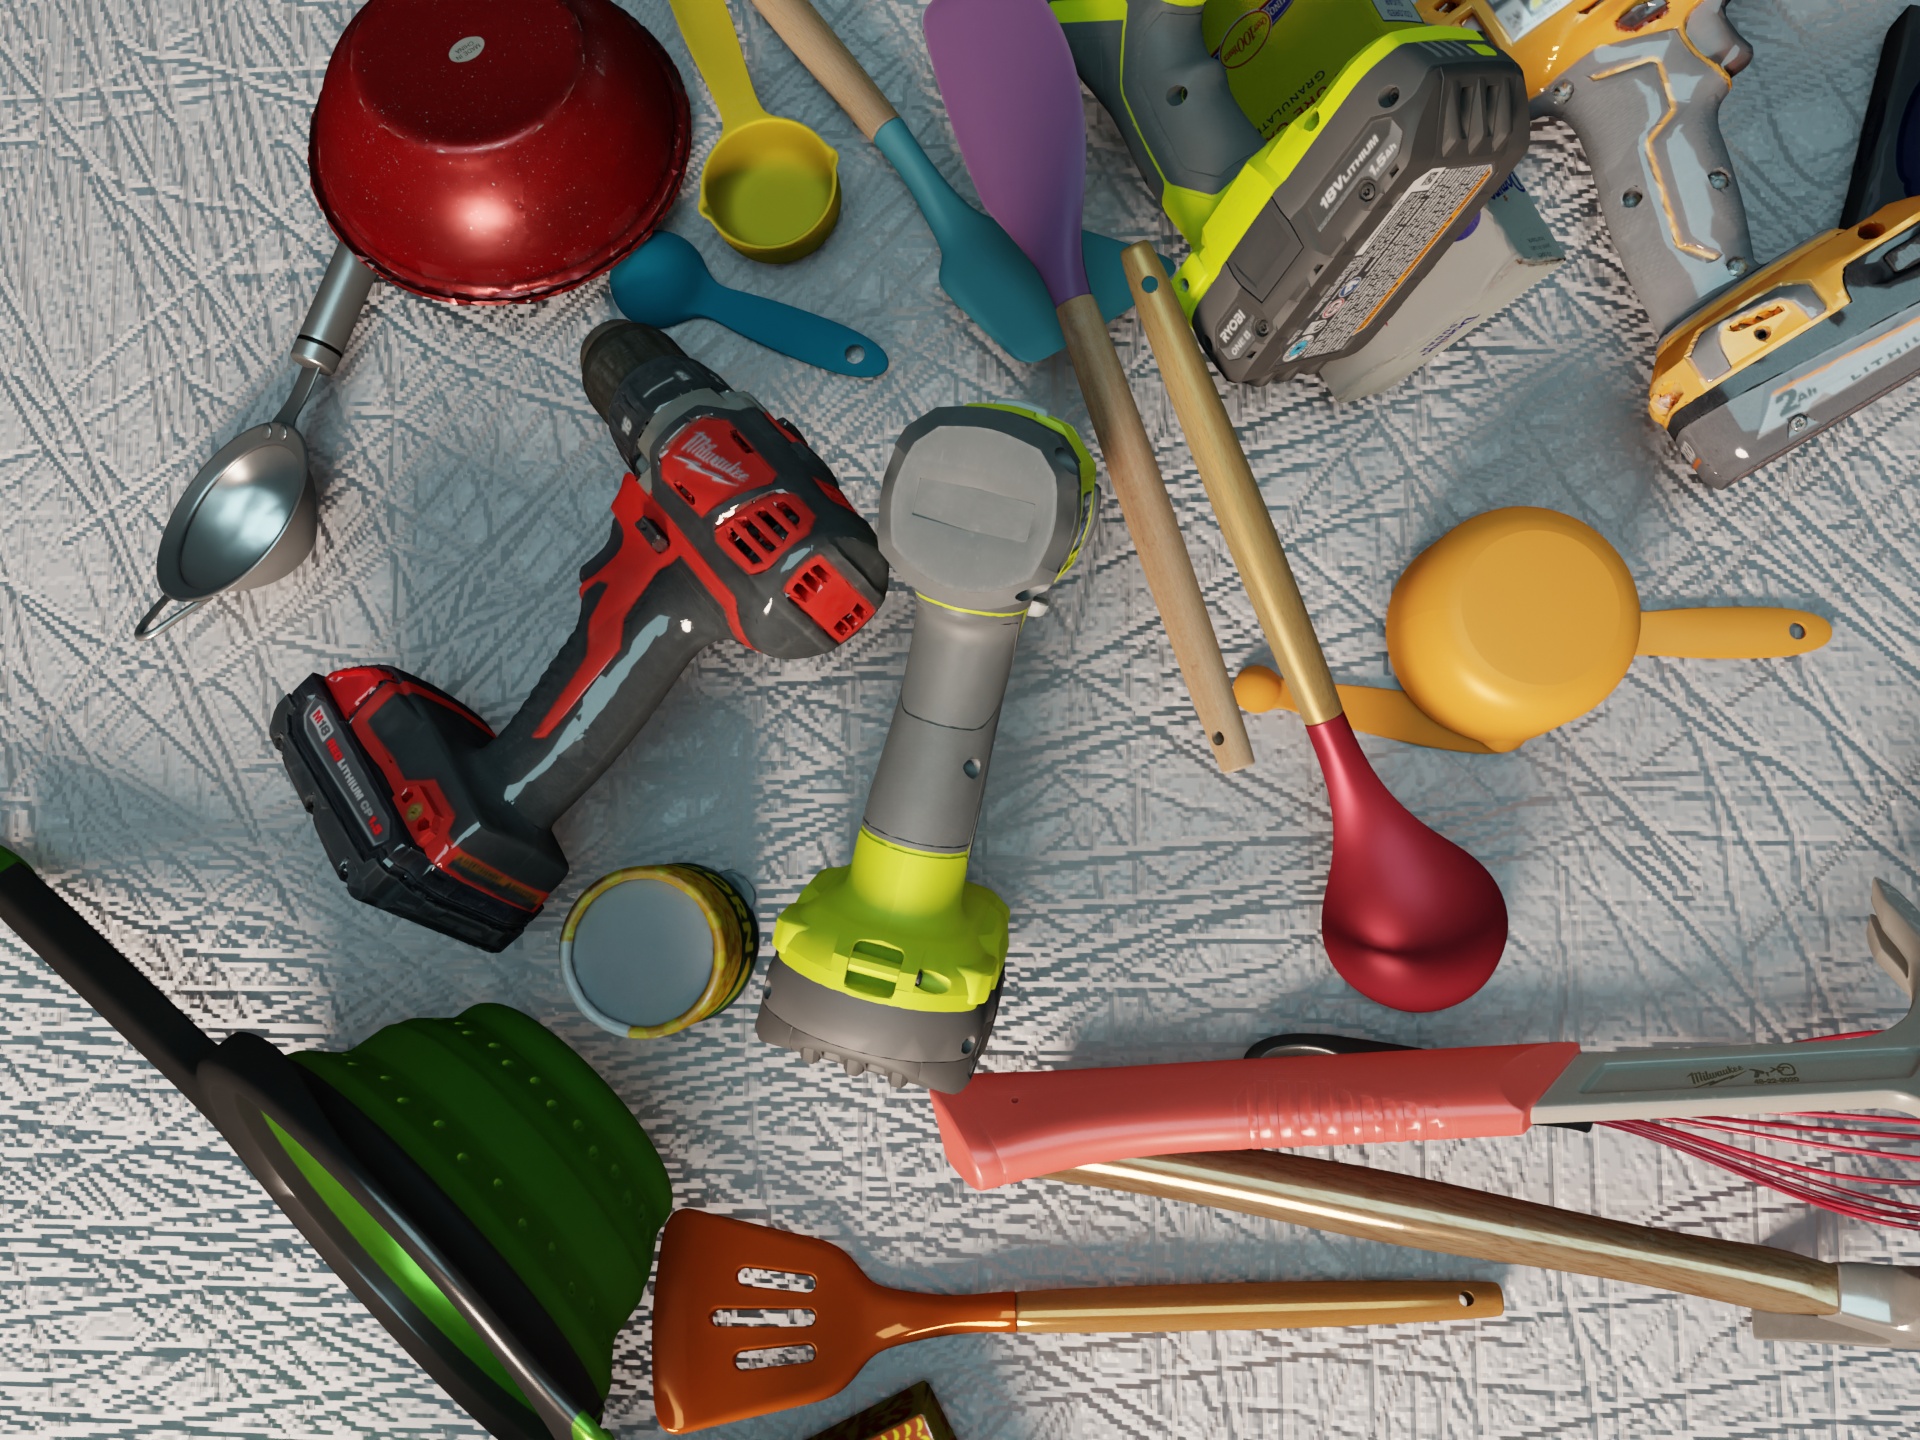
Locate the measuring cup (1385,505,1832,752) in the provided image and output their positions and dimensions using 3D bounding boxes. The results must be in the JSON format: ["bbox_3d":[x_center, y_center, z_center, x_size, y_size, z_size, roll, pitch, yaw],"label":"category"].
[{"bbox_3d":[0.255,-0.038,0.607,0.173,0.052,0.095,0,81,3],"label":"measuring cup"}]

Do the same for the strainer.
[{"bbox_3d":[-0.272,-0.145,0.669,0.087,0.050,0.258,13,80,36],"label":"strainer"}]

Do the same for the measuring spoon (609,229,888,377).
[{"bbox_3d":[-0.090,-0.172,0.664,0.128,0.021,0.042,22,88,8],"label":"measuring spoon"}]

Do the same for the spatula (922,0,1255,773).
[{"bbox_3d":[0.052,-0.132,0.588,0.060,0.018,0.316,-21,87,41],"label":"spatula"}]

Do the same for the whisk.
[{"bbox_3d":[0.255,0.143,0.594,0.296,0.073,0.073,3,85,12],"label":"whisk"}]

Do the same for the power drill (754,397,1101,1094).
[{"bbox_3d":[-0.001,-0.002,0.578,0.080,0.190,0.228,14,101,5],"label":"power drill"}]

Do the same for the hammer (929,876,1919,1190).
[{"bbox_3d":[0.168,0.125,0.562,0.359,0.149,0.036,-6,121,11],"label":"hammer"}]

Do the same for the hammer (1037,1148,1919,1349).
[{"bbox_3d":[0.187,0.183,0.577,0.331,0.130,0.031,6,69,16],"label":"hammer"}]

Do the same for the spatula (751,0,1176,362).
[{"bbox_3d":[-0.043,-0.271,0.658,0.082,0.044,0.317,-36,81,-18],"label":"spatula"}]

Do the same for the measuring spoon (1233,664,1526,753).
[{"bbox_3d":[0.167,-0.004,0.633,0.117,0.011,0.021,11,86,5],"label":"measuring spoon"}]

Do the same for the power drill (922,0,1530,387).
[{"bbox_3d":[0.088,-0.248,0.571,0.080,0.171,0.223,-21,69,-38],"label":"power drill"}]

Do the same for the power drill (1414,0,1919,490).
[{"bbox_3d":[0.294,-0.224,0.590,0.185,0.084,0.226,-33,81,20],"label":"power drill"}]

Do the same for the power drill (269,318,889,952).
[{"bbox_3d":[-0.154,-0.044,0.617,0.226,0.080,0.188,-43,56,3],"label":"power drill"}]

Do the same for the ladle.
[{"bbox_3d":[0.125,-0.025,0.583,0.069,0.031,0.315,-22,101,12],"label":"ladle"}]

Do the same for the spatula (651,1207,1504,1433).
[{"bbox_3d":[0.046,0.226,0.610,0.322,0.041,0.081,-3,64,3],"label":"spatula"}]

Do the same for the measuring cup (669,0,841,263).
[{"bbox_3d":[-0.095,-0.264,0.673,0.062,0.029,0.156,-22,79,3],"label":"measuring cup"}]

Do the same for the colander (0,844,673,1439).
[{"bbox_3d":[-0.238,0.132,0.615,0.397,0.204,0.094,32,54,22],"label":"colander"}]
